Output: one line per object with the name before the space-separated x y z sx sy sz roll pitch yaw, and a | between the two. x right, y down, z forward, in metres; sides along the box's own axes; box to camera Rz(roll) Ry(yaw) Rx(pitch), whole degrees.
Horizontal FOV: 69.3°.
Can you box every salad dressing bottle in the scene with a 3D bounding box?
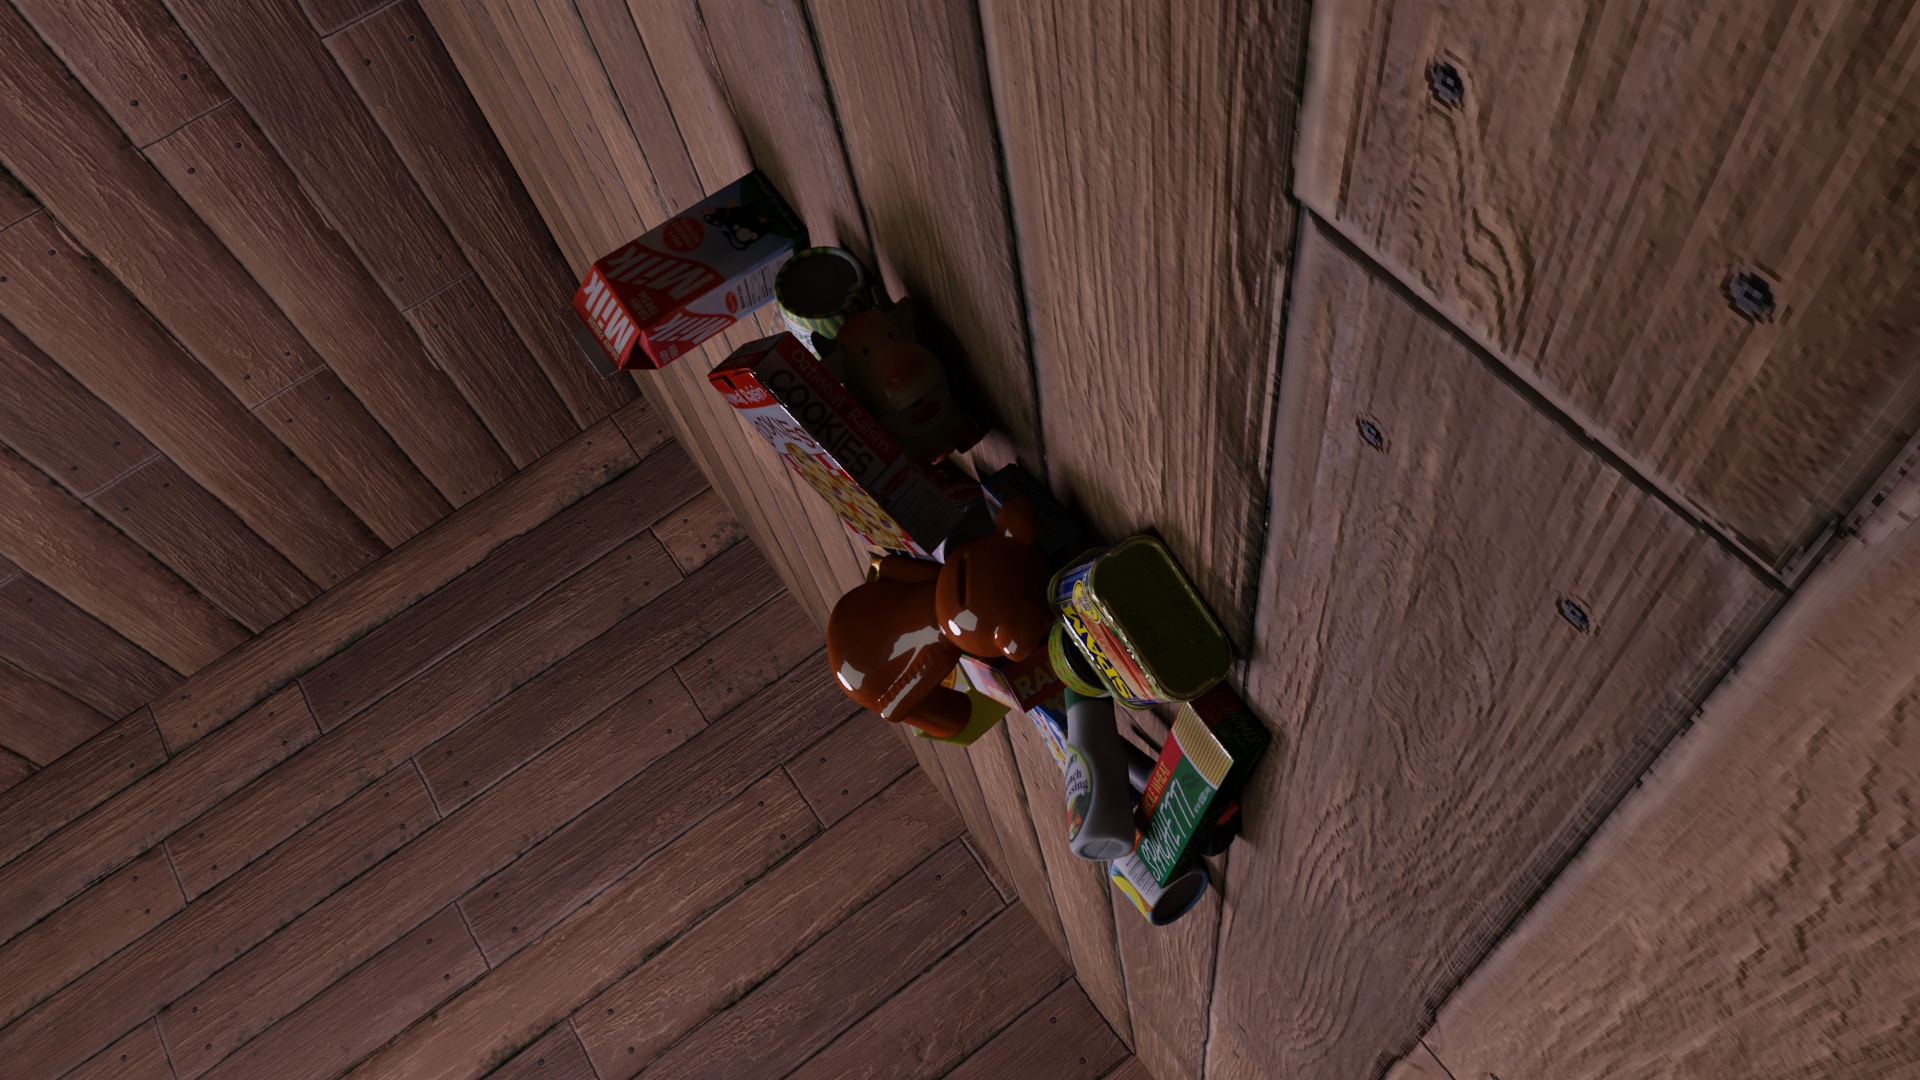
salad dressing bottle | 0.098 0.158 1.020 0.064 0.044 0.148 112 160 -51

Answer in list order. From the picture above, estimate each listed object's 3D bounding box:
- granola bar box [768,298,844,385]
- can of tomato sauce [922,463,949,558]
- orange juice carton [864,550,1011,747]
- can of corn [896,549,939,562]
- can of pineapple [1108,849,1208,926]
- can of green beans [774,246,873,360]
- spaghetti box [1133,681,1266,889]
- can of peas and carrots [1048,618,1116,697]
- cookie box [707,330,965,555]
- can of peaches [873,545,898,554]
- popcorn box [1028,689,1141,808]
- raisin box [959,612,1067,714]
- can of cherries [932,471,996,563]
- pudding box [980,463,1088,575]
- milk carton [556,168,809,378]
granola bar box | -0.119 -0.128 1.195 0.124 0.039 0.164 55 156 12
can of tomato sauce | -0.032 -0.033 1.124 0.083 0.071 0.071 42 162 48
orange juice carton | -0.029 0.087 1.260 0.072 0.073 0.193 21 -148 -46
can of corn | -0.023 -0.002 1.197 0.071 0.058 0.071 52 168 16
can of pineapple | 0.173 0.290 1.202 0.058 0.071 0.070 45 165 41
can of green beans | -0.097 -0.170 1.006 0.071 0.071 0.057 50 167 25
spaghetti box | 0.152 0.170 0.927 0.050 0.029 0.248 54 160 25
can of peas and carrots | 0.091 0.064 0.888 0.071 0.071 0.058 54 169 6
cookie box | -0.087 -0.063 0.925 0.167 0.040 0.123 47 166 -18
can of peaches | -0.053 -0.019 1.266 0.071 0.071 0.058 58 169 -11
popcorn box | 0.106 0.182 1.242 0.126 0.038 0.085 61 169 -27
raisin box | 0.056 0.084 1.044 0.040 0.086 0.123 62 168 -9
can of cherries | 0.004 -0.013 1.041 0.058 0.071 0.071 43 163 51
pudding box | 0.052 -0.009 0.936 0.084 0.030 0.049 47 165 36
milk carton | -0.216 -0.202 1.087 0.072 0.191 0.073 53 168 13
